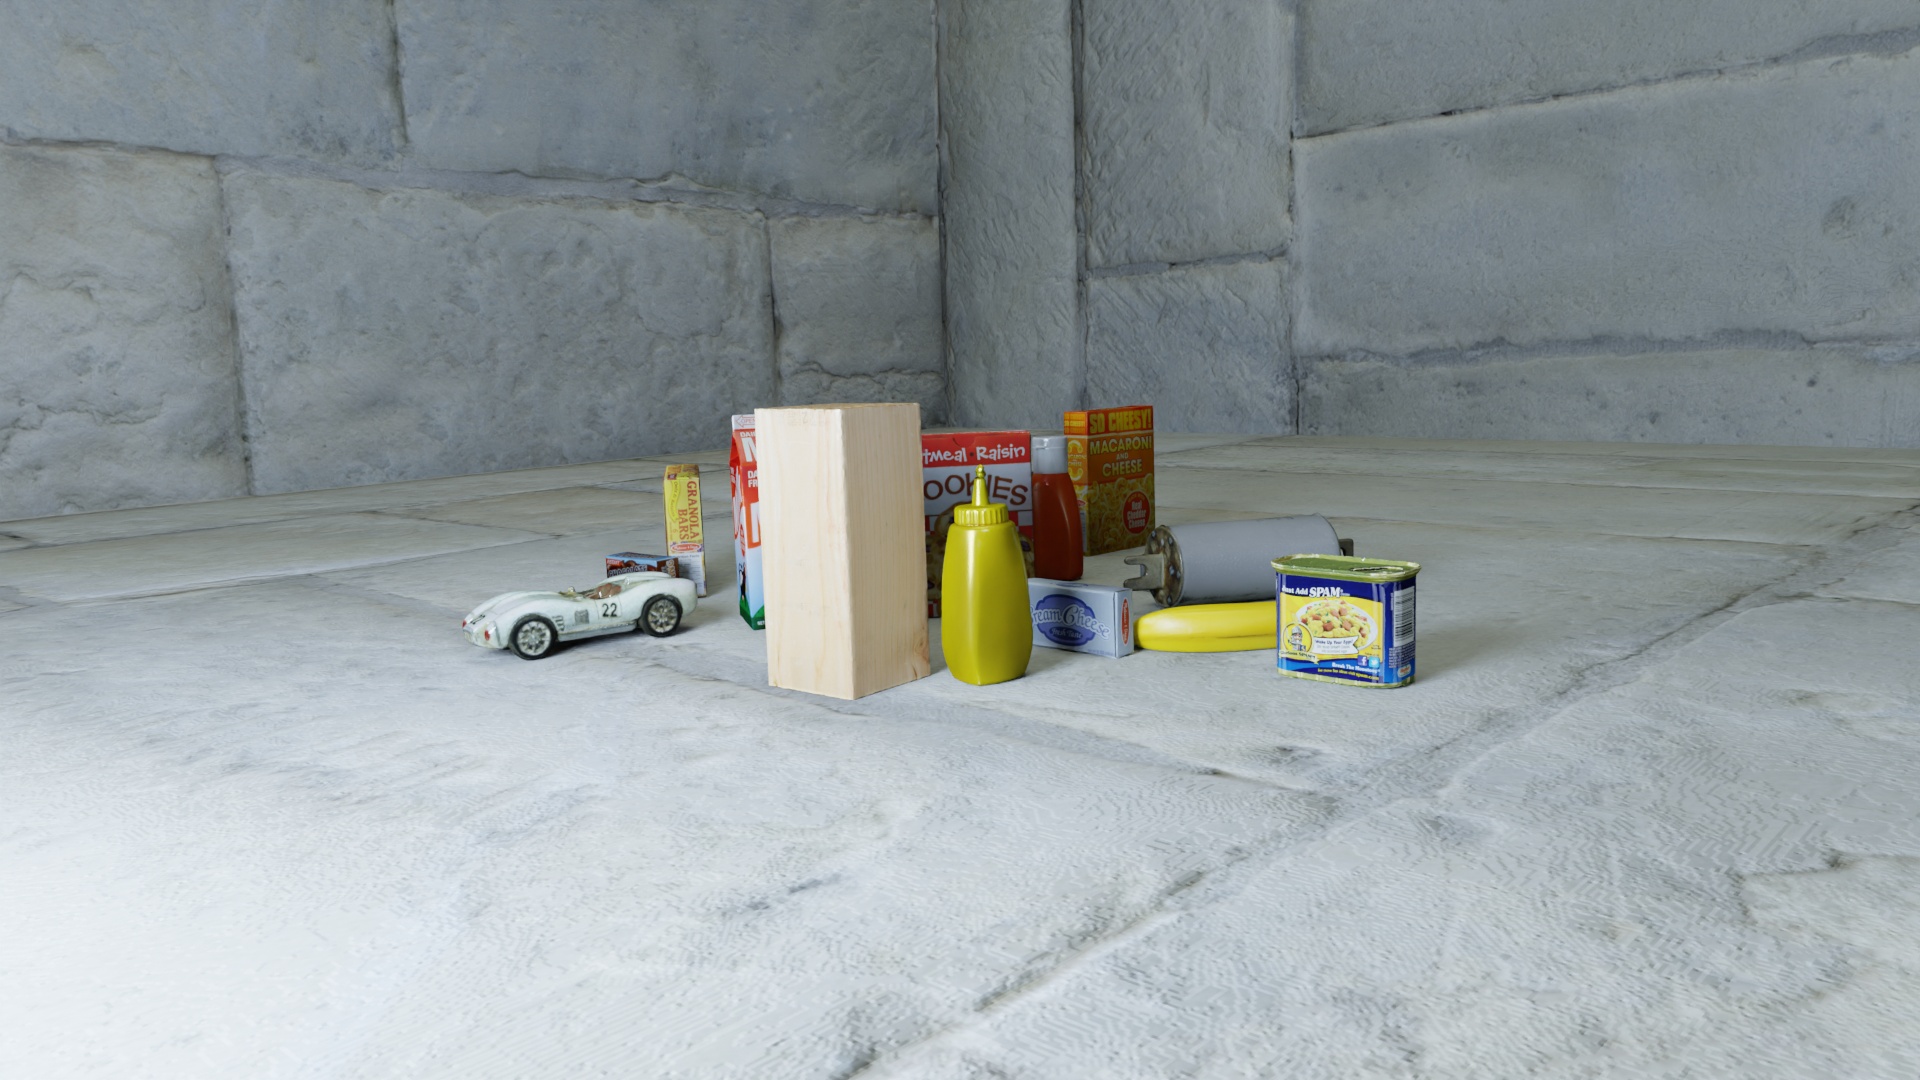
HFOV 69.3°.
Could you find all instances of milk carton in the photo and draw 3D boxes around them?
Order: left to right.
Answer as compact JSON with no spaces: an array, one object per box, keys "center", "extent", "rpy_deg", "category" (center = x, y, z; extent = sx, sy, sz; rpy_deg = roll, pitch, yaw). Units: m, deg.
[{"center":[-0.168,-0.021,1.266],"extent":[0.072,0.190,0.073],"rpy_deg":[-4,8,-17],"category":"milk carton"}]

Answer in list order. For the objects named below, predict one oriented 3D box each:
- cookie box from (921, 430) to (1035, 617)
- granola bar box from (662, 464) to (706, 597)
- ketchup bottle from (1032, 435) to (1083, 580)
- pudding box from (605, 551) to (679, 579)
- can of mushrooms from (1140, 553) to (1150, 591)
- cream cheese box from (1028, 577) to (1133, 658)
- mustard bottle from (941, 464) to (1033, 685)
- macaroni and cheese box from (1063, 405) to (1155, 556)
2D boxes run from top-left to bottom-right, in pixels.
[{"center":[0.005,-0.016,1.273],"extent":[0.123,0.167,0.040],"rpy_deg":[-3,8,-7],"category":"cookie box"},{"center":[-0.293,-0.013,1.476],"extent":[0.039,0.124,0.165],"rpy_deg":[-3,8,-11],"category":"granola bar box"},{"center":[0.095,-0.034,1.443],"extent":[0.064,0.148,0.044],"rpy_deg":[4,9,37],"category":"ketchup bottle"},{"center":[-0.316,0.039,1.384],"extent":[0.083,0.049,0.030],"rpy_deg":[5,10,40],"category":"pudding box"},{"center":[0.212,0.031,1.367],"extent":[0.071,0.033,0.071],"rpy_deg":[-2,8,0],"category":"can of mushrooms"},{"center":[0.091,0.061,1.115],"extent":[0.104,0.053,0.024],"rpy_deg":[6,11,43],"category":"cream cheese box"},{"center":[0.018,0.023,1.020],"extent":[0.065,0.160,0.049],"rpy_deg":[-8,10,-38],"category":"mustard bottle"},{"center":[0.175,-0.072,1.630],"extent":[0.124,0.166,0.040],"rpy_deg":[-9,10,-43],"category":"macaroni and cheese box"}]
